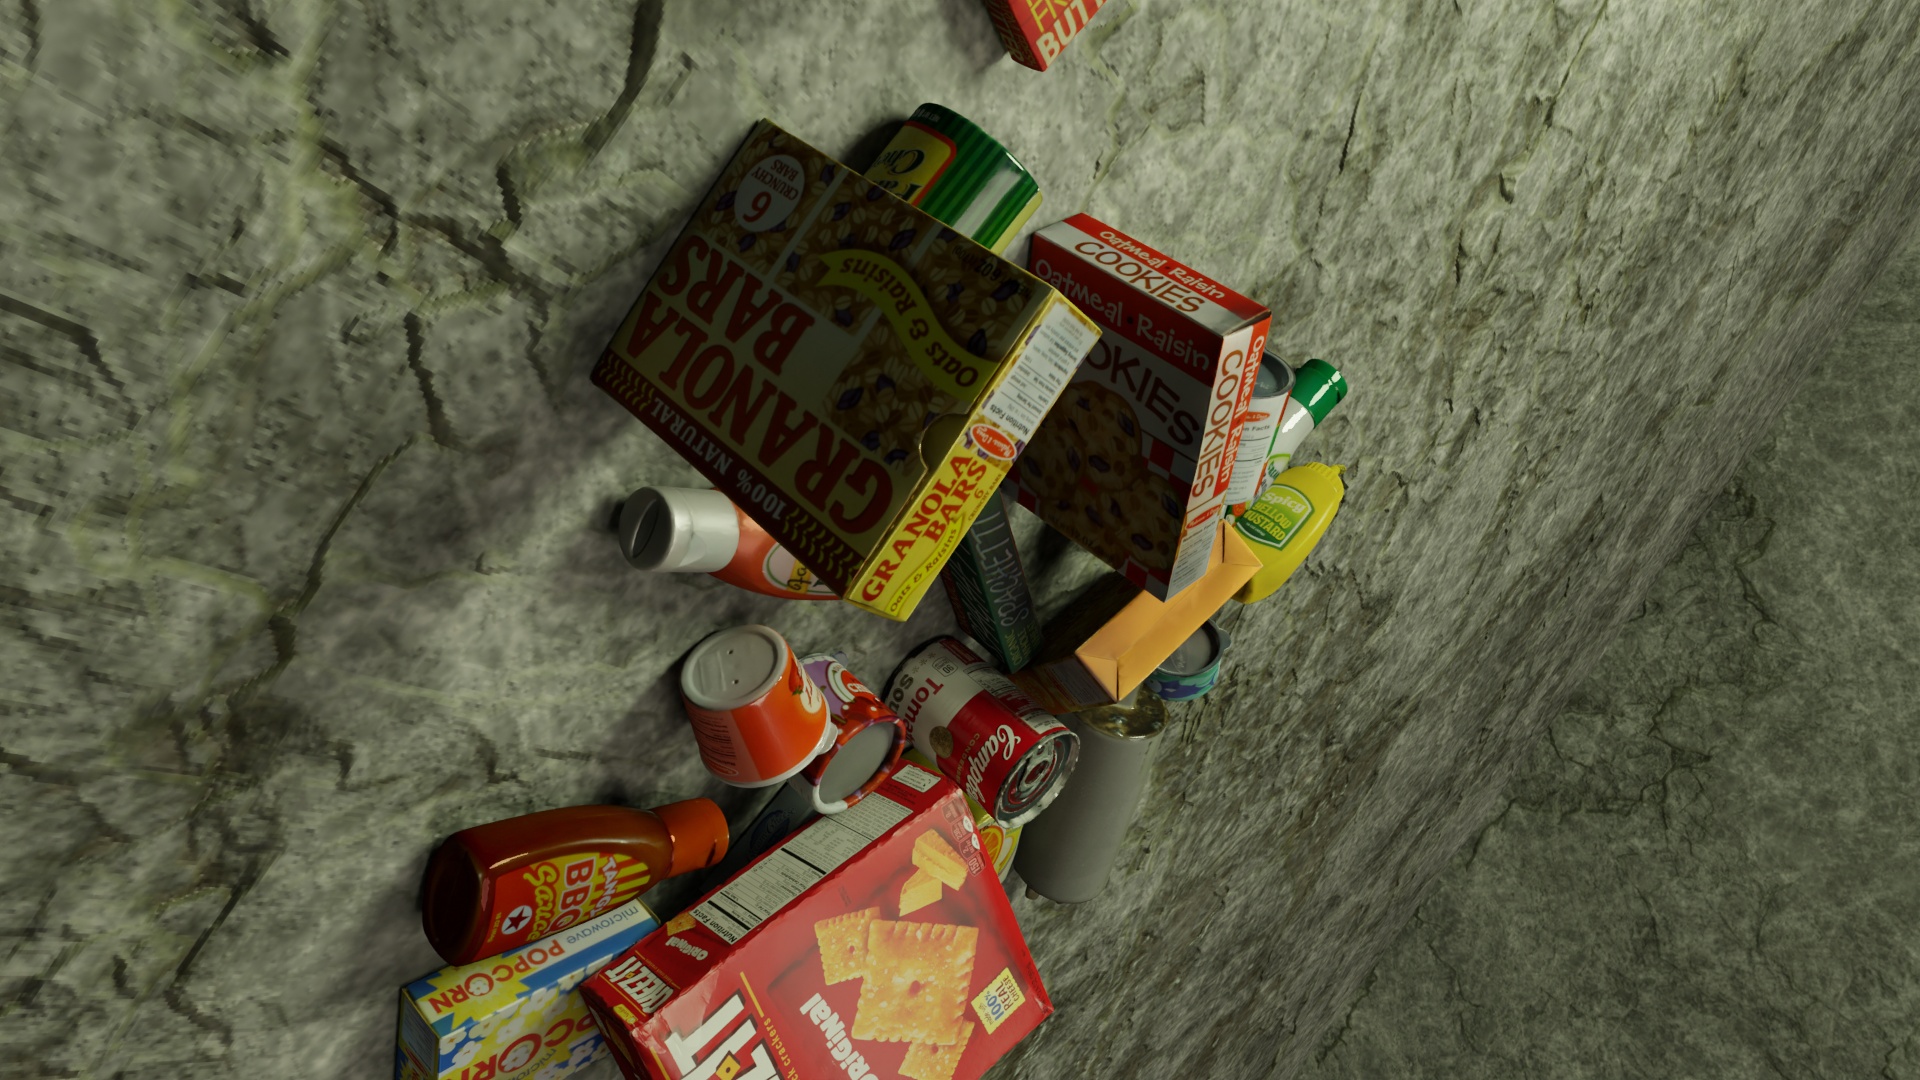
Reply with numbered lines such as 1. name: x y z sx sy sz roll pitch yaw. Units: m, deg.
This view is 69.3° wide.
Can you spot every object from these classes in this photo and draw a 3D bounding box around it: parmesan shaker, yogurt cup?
1. parmesan shaker: -0.023 -0.123 0.584 0.103 0.071 0.071 -53 148 -2
2. yogurt cup: -0.103 0.078 0.677 0.072 0.072 0.053 -38 137 -22

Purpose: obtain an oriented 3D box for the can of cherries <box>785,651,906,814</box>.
1. can of cherries: -0.070 0.102 0.745 0.072 0.058 0.071 -33 143 -29

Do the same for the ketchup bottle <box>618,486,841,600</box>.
1. ketchup bottle: -0.087 -0.004 0.636 0.149 0.043 0.064 2 119 -52

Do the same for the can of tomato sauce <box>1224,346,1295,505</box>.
1. can of tomato sauce: 0.167 -0.075 0.876 0.071 0.071 0.082 -26 140 -36

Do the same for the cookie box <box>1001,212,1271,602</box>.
1. cookie box: 0.085 -0.068 0.719 0.040 0.123 0.166 -29 141 -35

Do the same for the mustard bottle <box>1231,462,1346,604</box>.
1. mustard bottle: 0.241 -0.018 1.034 0.161 0.065 0.048 -40 152 -31

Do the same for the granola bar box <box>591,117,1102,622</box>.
1. granola bar box: -0.049 -0.067 0.506 0.124 0.166 0.039 -56 146 4

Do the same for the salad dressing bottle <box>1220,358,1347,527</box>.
1. salad dressing bottle: 0.207 -0.064 0.957 0.148 0.044 0.064 -46 152 -12

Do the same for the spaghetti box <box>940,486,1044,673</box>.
1. spaghetti box: 0.003 -0.009 0.740 0.029 0.050 0.249 -41 146 -15

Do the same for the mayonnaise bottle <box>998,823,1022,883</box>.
1. mayonnaise bottle: 0.023 0.183 0.962 0.065 0.041 0.147 -13 132 -44

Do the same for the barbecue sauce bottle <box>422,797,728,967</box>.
1. barbecue sauce bottle: -0.180 0.155 0.670 0.149 0.044 0.064 -5 124 -51

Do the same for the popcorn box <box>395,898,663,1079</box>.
1. popcorn box: -0.217 0.240 0.708 0.127 0.038 0.084 -17 134 -44

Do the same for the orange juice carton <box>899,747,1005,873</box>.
1. orange juice carton: -0.027 0.228 0.910 0.072 0.073 0.191 -27 141 -35

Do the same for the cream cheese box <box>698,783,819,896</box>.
1. cream cheese box: -0.100 0.176 0.811 0.104 0.024 0.053 -50 148 -6

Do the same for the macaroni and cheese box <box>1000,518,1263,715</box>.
1. macaroni and cheese box: 0.097 0.052 0.850 0.124 0.040 0.166 -40 -179 -18

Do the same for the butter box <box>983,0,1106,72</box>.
1. butter box: 0.051 -0.255 0.587 0.103 0.024 0.053 -51 148 -5

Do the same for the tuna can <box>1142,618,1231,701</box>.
1. tuna can: 0.161 0.083 1.016 0.071 0.071 0.032 -34 145 -27
